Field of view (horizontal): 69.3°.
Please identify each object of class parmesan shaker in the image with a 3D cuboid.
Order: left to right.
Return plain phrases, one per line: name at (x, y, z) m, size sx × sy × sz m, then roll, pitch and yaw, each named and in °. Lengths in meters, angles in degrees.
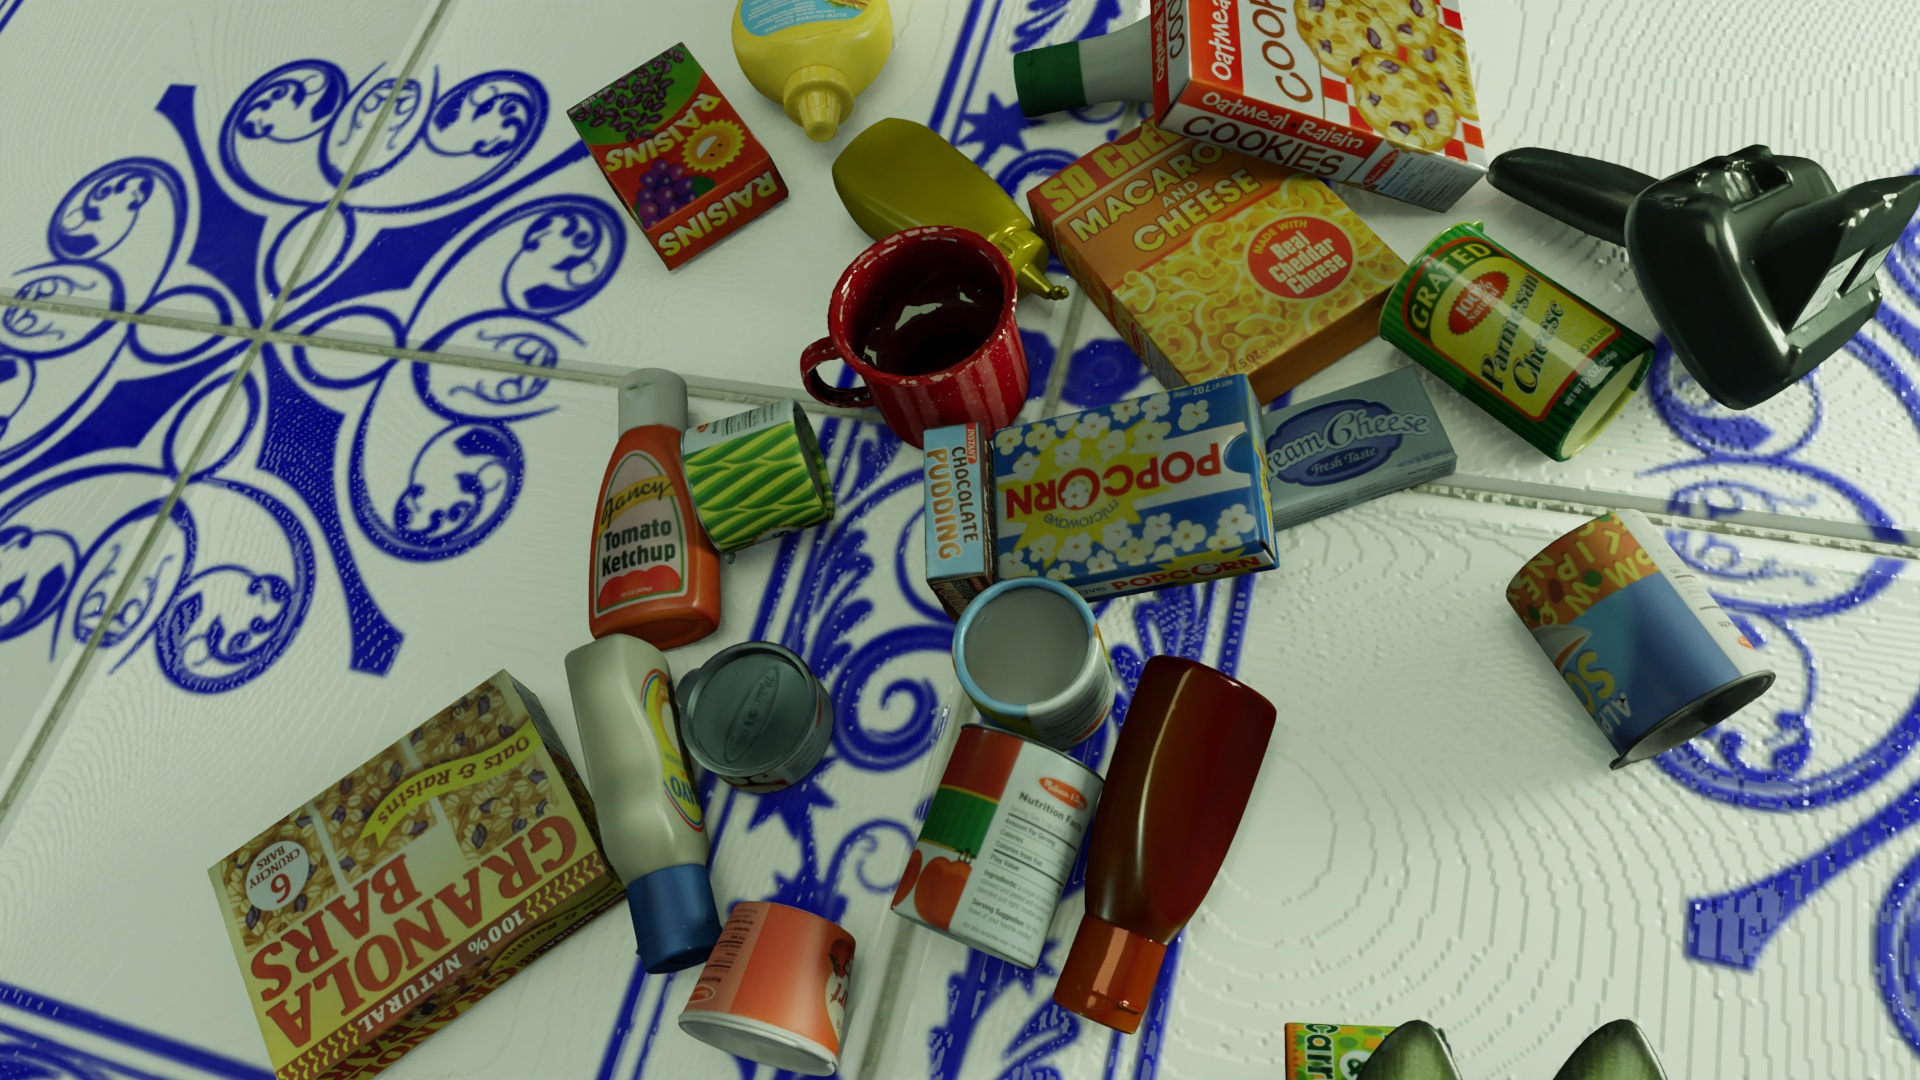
parmesan shaker at (0.257, -0.094, 0.640) m, size 0.071 × 0.071 × 0.103 m, roll -41°, pitch 62°, yaw -9°

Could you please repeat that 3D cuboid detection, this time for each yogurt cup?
yogurt cup at (-0.077, 0.186, 0.580) m, size 0.072 × 0.072 × 0.054 m, roll 7°, pitch 58°, yaw 16°

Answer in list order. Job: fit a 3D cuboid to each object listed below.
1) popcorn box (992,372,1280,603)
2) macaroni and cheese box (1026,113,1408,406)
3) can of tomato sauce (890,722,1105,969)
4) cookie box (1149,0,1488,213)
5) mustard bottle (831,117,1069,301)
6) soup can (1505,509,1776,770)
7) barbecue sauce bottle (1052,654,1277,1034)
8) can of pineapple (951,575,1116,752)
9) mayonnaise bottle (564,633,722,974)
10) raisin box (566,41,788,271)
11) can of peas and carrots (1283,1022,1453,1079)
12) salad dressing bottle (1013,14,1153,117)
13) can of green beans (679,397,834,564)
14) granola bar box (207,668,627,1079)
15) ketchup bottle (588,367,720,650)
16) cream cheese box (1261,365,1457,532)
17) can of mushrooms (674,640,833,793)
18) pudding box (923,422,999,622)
popcorn box at (0.079, -0.020, 0.645) m, size 0.126 × 0.038 × 0.085 m, roll -12°, pitch 63°, yaw 23°
macaroni and cheese box at (0.129, -0.150, 0.714) m, size 0.124 × 0.040 × 0.167 m, roll -32°, pitch 61°, yaw -5°
can of tomato sauce at (0.015, 0.128, 0.585) m, size 0.071 × 0.071 × 0.083 m, roll 16°, pitch 71°, yaw 20°
cookie box at (0.179, -0.244, 0.706) m, size 0.167 × 0.040 × 0.123 m, roll 11°, pitch 62°, yaw -17°
mustard bottle at (0.000, -0.168, 0.749) m, size 0.065 × 0.048 × 0.160 m, roll -43°, pitch 63°, yaw -10°
soup can at (0.274, 0.040, 0.571) m, size 0.071 × 0.071 × 0.084 m, roll -26°, pitch 60°, yaw -1°
barbecue sauce bottle at (0.081, 0.126, 0.577) m, size 0.043 × 0.065 × 0.149 m, roll 2°, pitch 66°, yaw 57°
can of pineapple at (0.032, 0.055, 0.623) m, size 0.071 × 0.057 × 0.071 m, roll -5°, pitch 63°, yaw 11°
mayonnaise bottle at (-0.141, 0.119, 0.631) m, size 0.041 × 0.064 × 0.148 m, roll -22°, pitch 65°, yaw 5°
raisin box at (-0.169, -0.229, 0.825) m, size 0.086 × 0.040 × 0.124 m, roll -33°, pitch 60°, yaw -5°
can of peas and carrots at (0.149, 0.211, 0.510) m, size 0.059 × 0.070 × 0.071 m, roll -2°, pitch 64°, yaw 13°
salad dressing bottle at (0.105, -0.269, 0.779) m, size 0.147 × 0.043 × 0.064 m, roll -7°, pitch 59°, yaw 11°
can of green beans at (-0.100, -0.032, 0.694) m, size 0.058 × 0.071 × 0.071 m, roll -17°, pitch 61°, yaw 4°
granola bar box at (-0.251, 0.158, 0.648) m, size 0.166 × 0.039 × 0.124 m, roll -35°, pitch 61°, yaw -6°
ketchup bottle at (-0.157, -0.018, 0.713) m, size 0.065 × 0.043 × 0.149 m, roll -14°, pitch 61°, yaw 11°
cream cheese box at (0.175, -0.041, 0.657) m, size 0.104 × 0.024 × 0.053 m, roll -18°, pitch 60°, yaw 4°
can of mushrooms at (-0.097, 0.082, 0.653) m, size 0.071 × 0.033 × 0.071 m, roll -5°, pitch 63°, yaw 11°
pudding box at (0.002, -0.008, 0.667) m, size 0.030 × 0.049 × 0.084 m, roll -7°, pitch 62°, yaw 12°
